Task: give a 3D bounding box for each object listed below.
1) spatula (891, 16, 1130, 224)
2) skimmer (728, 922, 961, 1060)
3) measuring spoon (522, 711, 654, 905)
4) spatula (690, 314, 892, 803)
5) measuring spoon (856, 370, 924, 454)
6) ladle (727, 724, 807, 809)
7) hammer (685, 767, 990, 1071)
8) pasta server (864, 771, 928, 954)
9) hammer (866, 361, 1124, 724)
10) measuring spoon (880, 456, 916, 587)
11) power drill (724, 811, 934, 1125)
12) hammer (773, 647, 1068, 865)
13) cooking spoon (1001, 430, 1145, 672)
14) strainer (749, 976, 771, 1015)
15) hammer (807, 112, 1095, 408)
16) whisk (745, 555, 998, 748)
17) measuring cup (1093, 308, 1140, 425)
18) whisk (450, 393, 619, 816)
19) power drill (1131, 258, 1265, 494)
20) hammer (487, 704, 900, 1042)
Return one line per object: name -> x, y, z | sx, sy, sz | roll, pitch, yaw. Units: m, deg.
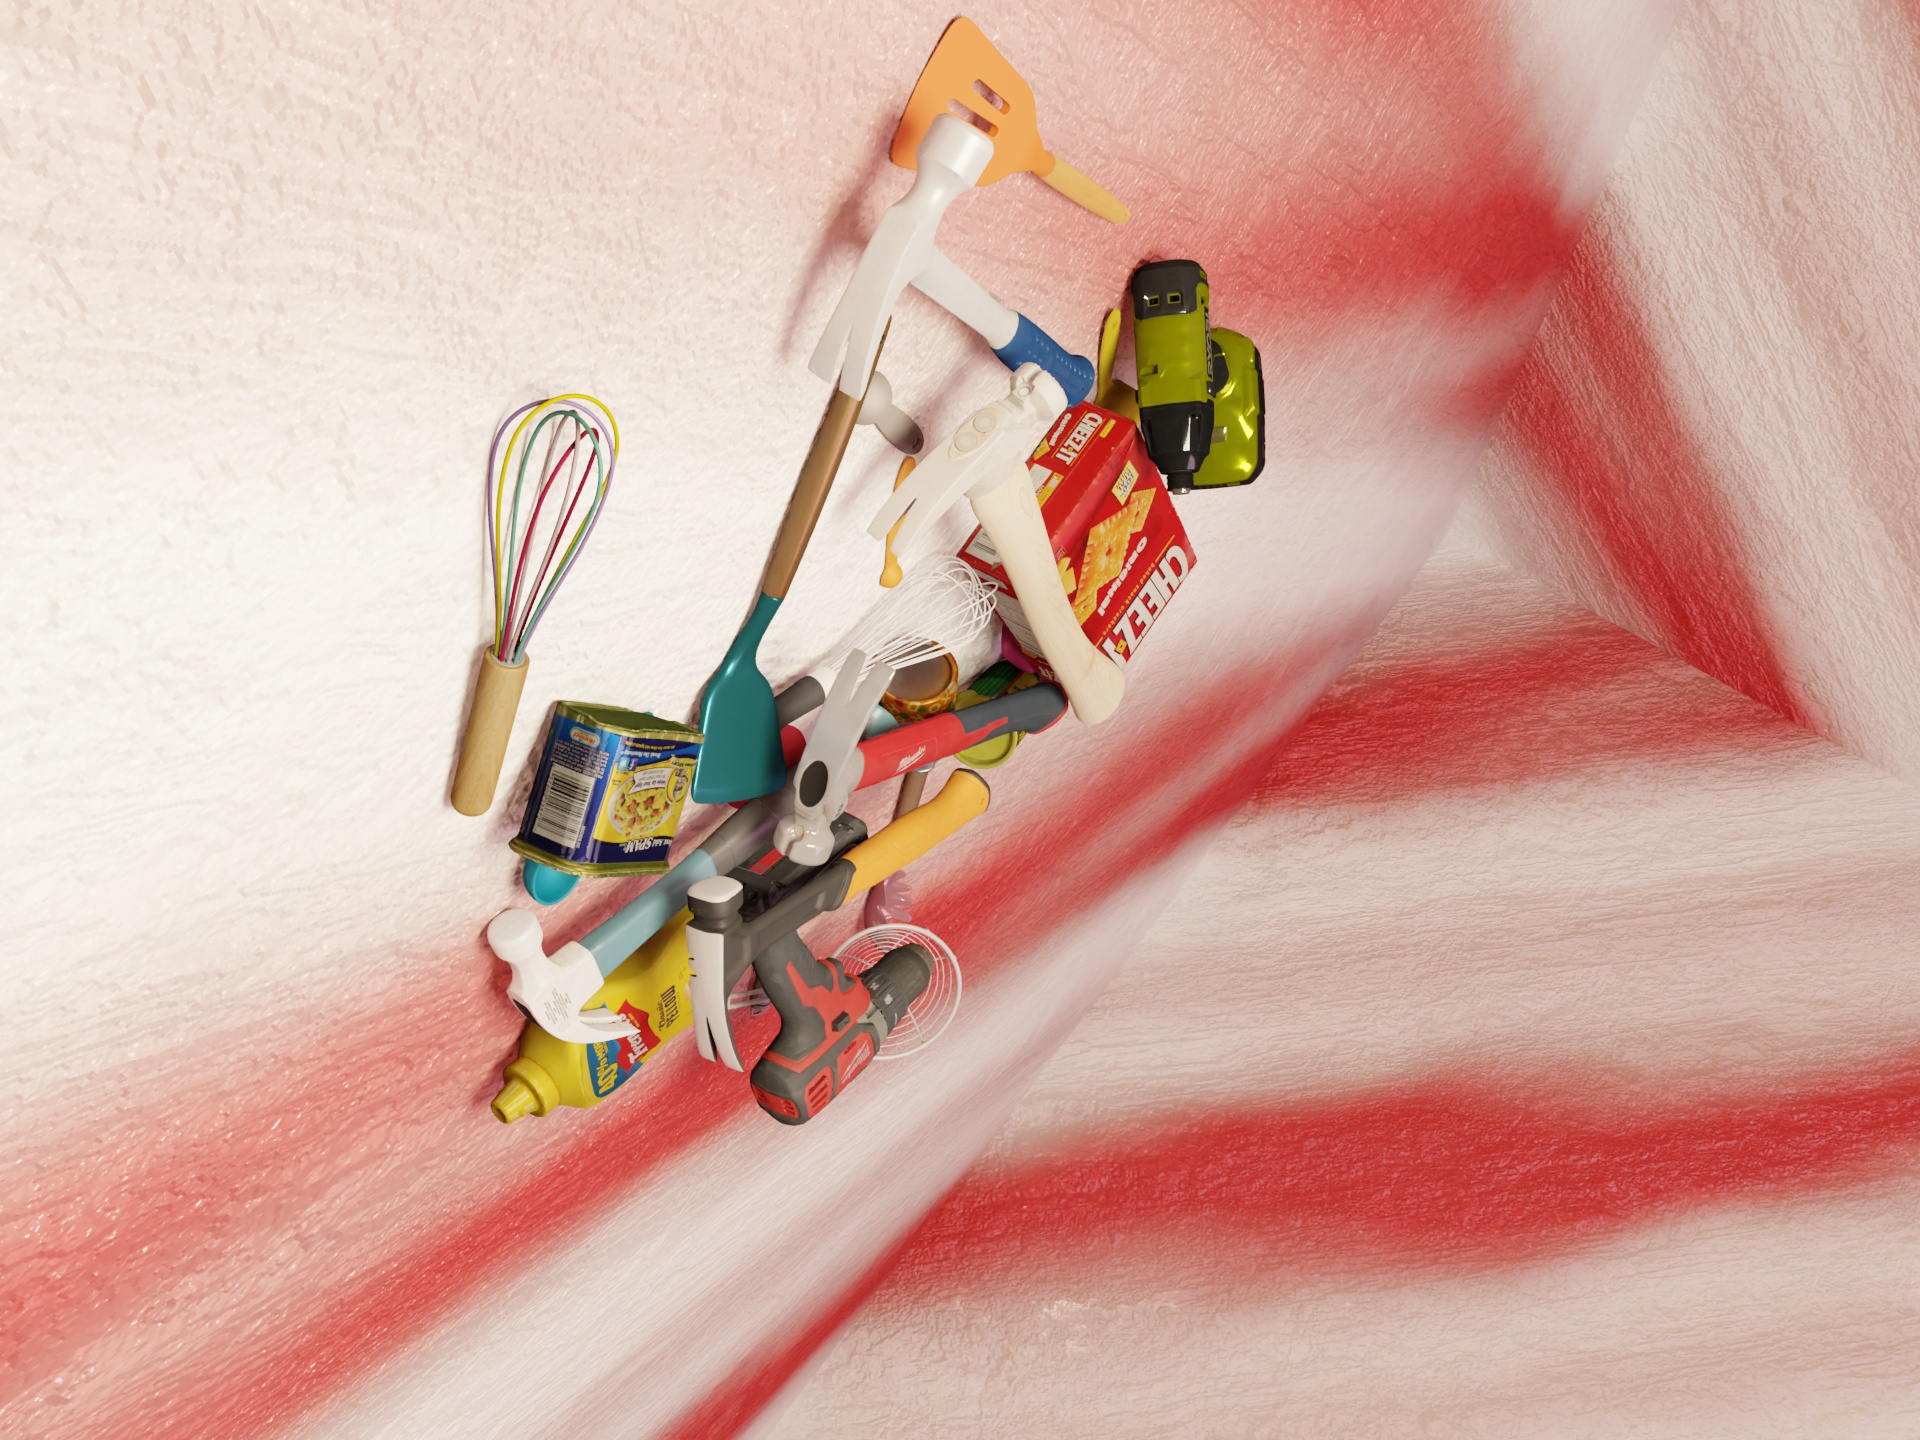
spatula -> 0.050, -0.337, 0.962 | 0.081, 0.041, 0.322 | -61, 166, 17
skimmer -> -0.131, 0.229, 1.261 | 0.363, 0.090, 0.127 | 3, 109, -58
measuring spoon -> -0.219, 0.048, 0.933 | 0.129, 0.021, 0.042 | -62, 155, -14
spatula -> -0.096, -0.094, 0.958 | 0.082, 0.044, 0.317 | -7, 128, -50
measuring spoon -> -0.039, -0.185, 0.992 | 0.034, 0.018, 0.124 | -58, 163, 3
ladle -> -0.093, 0.032, 1.216 | 0.069, 0.031, 0.315 | -62, 163, 11
hammer -> -0.073, 0.114, 1.114 | 0.337, 0.034, 0.127 | -31, 127, -54
pasta server -> -0.044, 0.095, 1.431 | 0.060, 0.040, 0.316 | -55, 166, -49
hammer -> 0.052, -0.084, 1.139 | 0.146, 0.038, 0.410 | -46, 152, -7
measuring spoon -> -0.040, -0.133, 1.089 | 0.021, 0.011, 0.116 | -43, 158, -37
power drill -> -0.099, 0.171, 1.204 | 0.188, 0.080, 0.226 | -40, 131, -40
hammer -> -0.002, -0.004, 1.152 | 0.386, 0.038, 0.143 | -20, 136, -63
cooking spoon -> 0.128, -0.184, 1.395 | 0.319, 0.068, 0.017 | -60, -155, -6
strainer -> -0.143, 0.170, 1.300 | 0.087, 0.050, 0.258 | -22, 147, -35
hammer -> 0.019, -0.238, 0.977 | 0.144, 0.035, 0.405 | -58, 167, 10
whisk -> -0.075, -0.038, 1.102 | 0.284, 0.070, 0.070 | -35, 153, -38
measuring cup -> 0.126, -0.269, 1.261 | 0.062, 0.029, 0.156 | -51, 163, -18
whisk -> -0.206, -0.047, 0.754 | 0.047, 0.051, 0.244 | -41, 160, -54
power drill -> 0.189, -0.258, 1.281 | 0.223, 0.080, 0.171 | -3, 90, -70
hammer -> -0.156, 0.085, 1.040 | 0.331, 0.033, 0.128 | -41, 138, -34
